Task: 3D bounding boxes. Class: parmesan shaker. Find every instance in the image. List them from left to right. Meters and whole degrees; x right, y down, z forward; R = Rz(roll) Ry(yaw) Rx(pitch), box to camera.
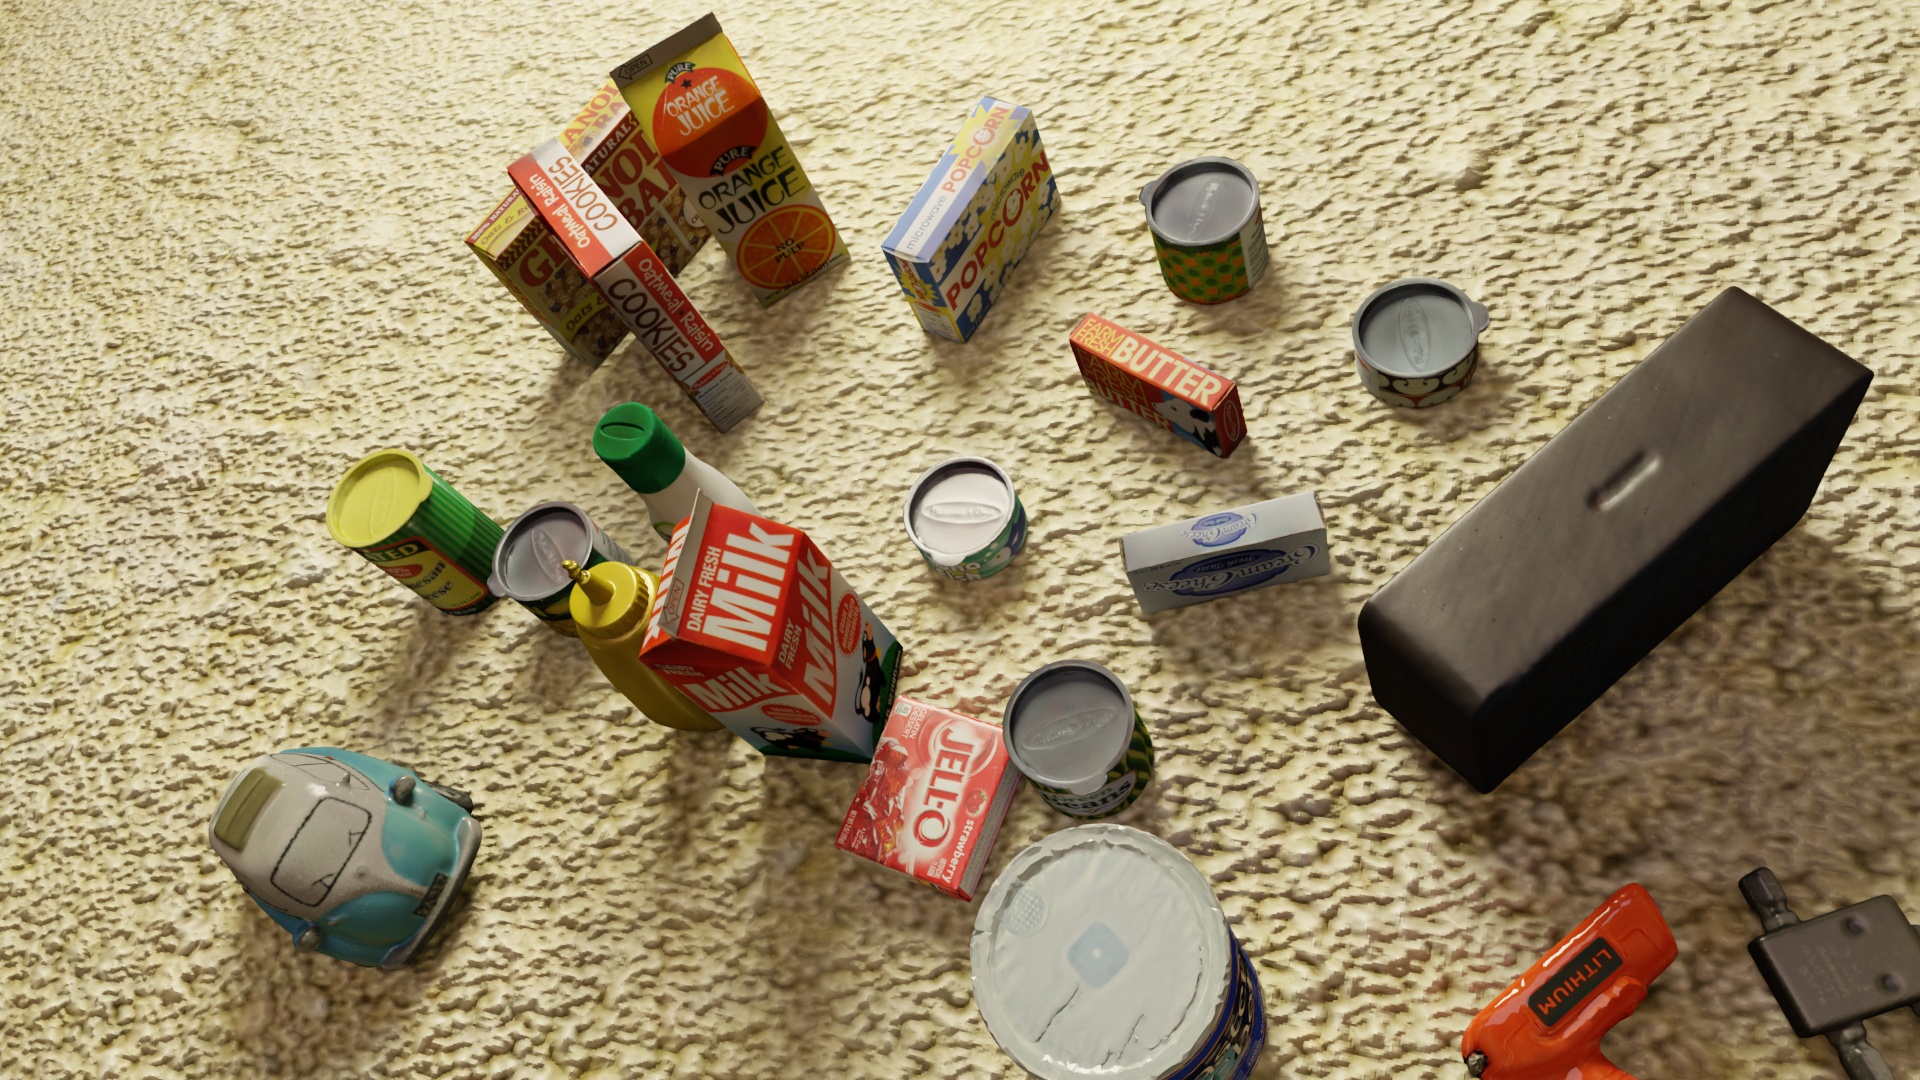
[{"bbox_3d":[-0.327,-0.003,0.857,0.071,0.102,0.071,-8,60,15],"label":"parmesan shaker"}]

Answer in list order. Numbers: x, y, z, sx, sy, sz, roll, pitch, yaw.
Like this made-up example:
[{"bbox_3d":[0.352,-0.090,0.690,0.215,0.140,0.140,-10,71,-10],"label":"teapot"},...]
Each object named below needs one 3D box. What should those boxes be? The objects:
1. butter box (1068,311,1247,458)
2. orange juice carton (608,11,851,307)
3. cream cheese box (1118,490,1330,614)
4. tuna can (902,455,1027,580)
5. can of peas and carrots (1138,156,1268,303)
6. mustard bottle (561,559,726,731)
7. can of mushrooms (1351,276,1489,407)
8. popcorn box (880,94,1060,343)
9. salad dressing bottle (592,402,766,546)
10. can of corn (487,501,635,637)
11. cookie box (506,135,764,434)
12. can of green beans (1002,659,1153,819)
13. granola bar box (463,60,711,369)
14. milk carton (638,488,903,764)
[{"bbox_3d":[0.111,-0.088,0.787,0.104,0.053,0.024,33,77,30],"label":"butter box"},{"bbox_3d":[-0.145,-0.242,0.875,0.072,0.192,0.073,-31,57,1],"label":"orange juice carton"},{"bbox_3d":[0.139,0.007,0.724,0.104,0.053,0.024,-14,59,11],"label":"cream cheese box"},{"bbox_3d":[0.003,-0.010,0.792,0.071,0.032,0.071,-8,60,14],"label":"tuna can"},{"bbox_3d":[0.145,-0.183,0.825,0.071,0.058,0.071,-8,60,15],"label":"can of peas and carrots"},{"bbox_3d":[-0.166,0.051,0.739,0.049,0.159,0.065,0,63,19],"label":"mustard bottle"},{"bbox_3d":[0.252,-0.108,0.762,0.071,0.033,0.071,-8,60,14],"label":"can of mushrooms"},{"bbox_3d":[0.009,-0.198,0.863,0.038,0.085,0.127,23,72,28],"label":"popcorn box"},{"bbox_3d":[-0.156,-0.024,0.785,0.064,0.147,0.044,8,66,23],"label":"salad dressing bottle"},{"bbox_3d":[-0.240,0.020,0.842,0.071,0.058,0.071,-8,60,15],"label":"can of corn"},{"bbox_3d":[-0.199,-0.154,0.860,0.040,0.167,0.123,-39,58,-4],"label":"cookie box"},{"bbox_3d":[0.060,0.101,0.696,0.071,0.057,0.071,-8,60,15],"label":"can of green beans"},{"bbox_3d":[-0.235,-0.217,0.932,0.039,0.123,0.166,29,75,29],"label":"granola bar box"},{"bbox_3d":[-0.098,0.049,0.700,0.073,0.190,0.072,1,63,19],"label":"milk carton"}]
